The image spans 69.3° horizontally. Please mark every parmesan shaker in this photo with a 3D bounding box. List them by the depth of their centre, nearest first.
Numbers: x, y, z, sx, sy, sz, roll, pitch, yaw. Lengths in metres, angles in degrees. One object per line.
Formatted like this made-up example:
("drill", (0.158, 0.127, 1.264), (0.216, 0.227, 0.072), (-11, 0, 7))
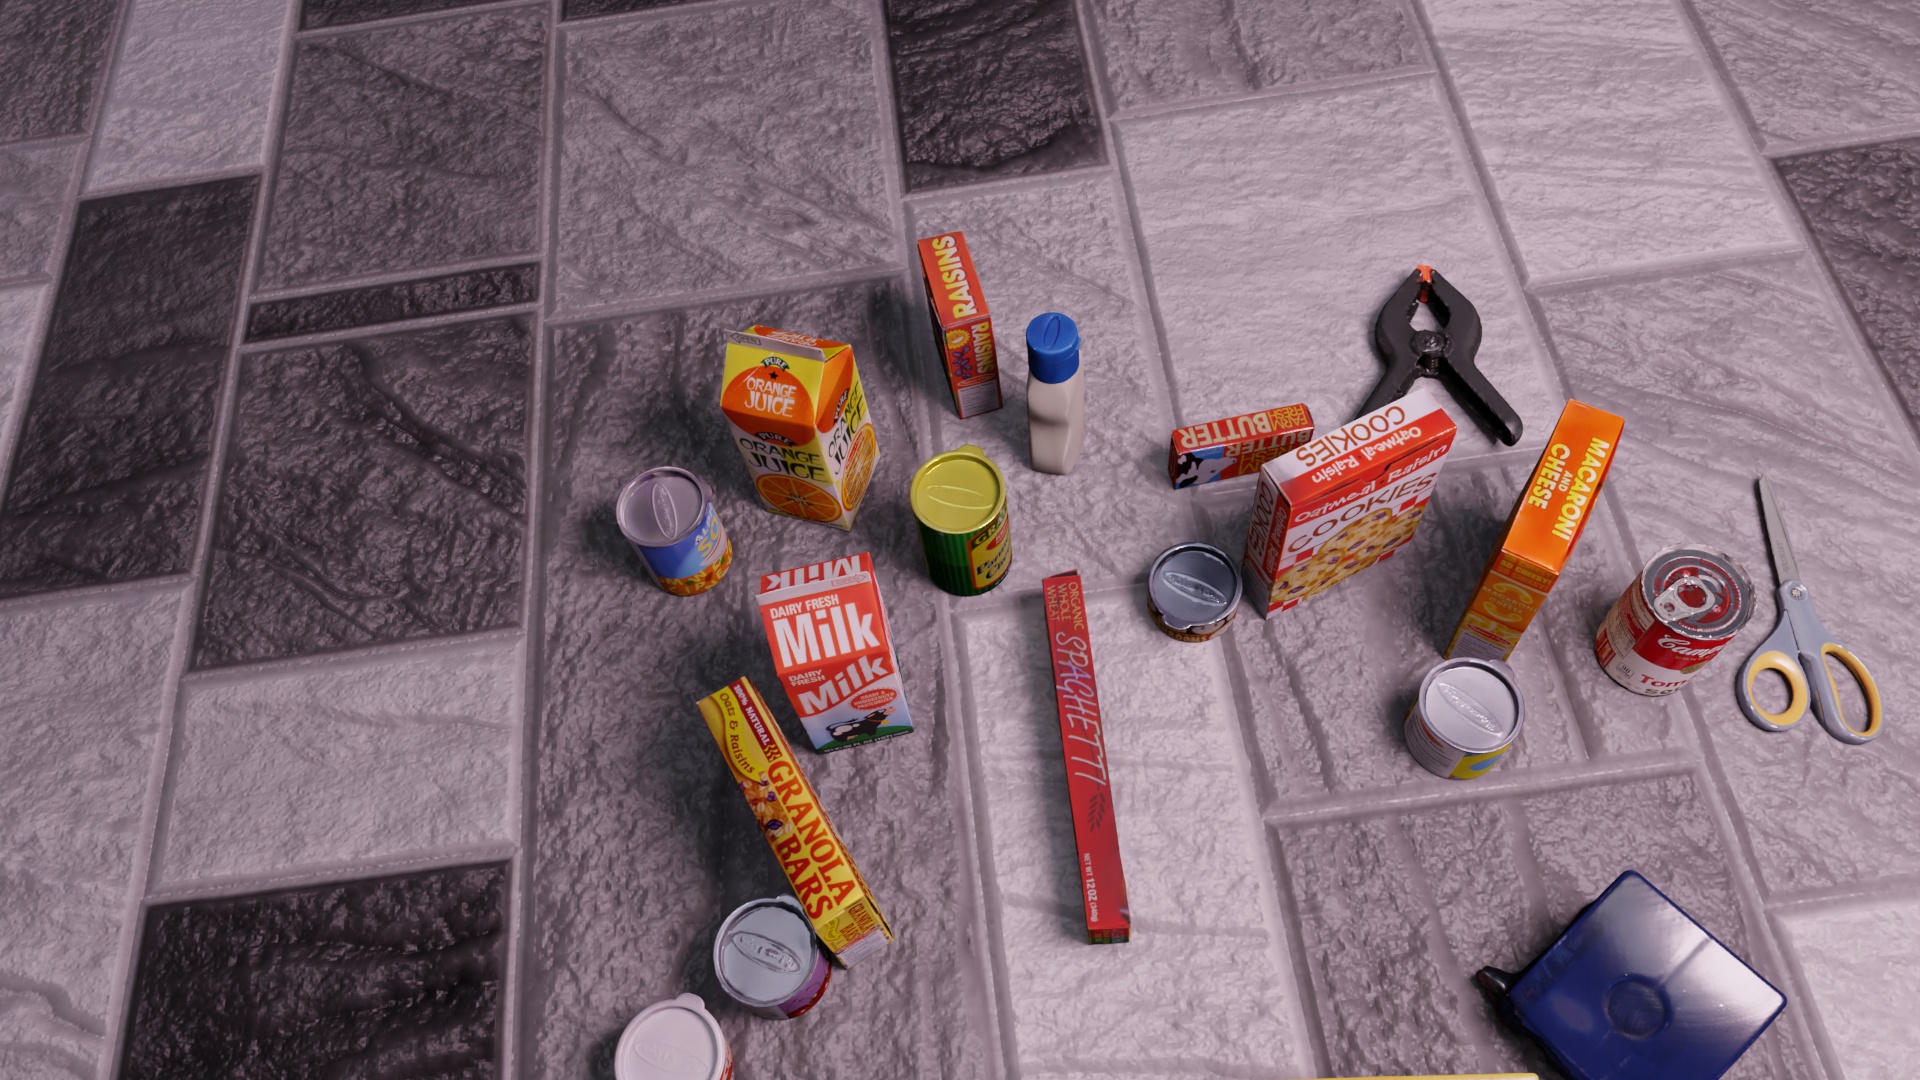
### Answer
("parmesan shaker", (0.004, -0.012, 0.994), (0.071, 0.102, 0.071), (-2, 62, 5))

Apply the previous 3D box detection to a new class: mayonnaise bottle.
("mayonnaise bottle", (0.069, -0.109, 1.014), (0.041, 0.147, 0.065), (10, 64, 11))

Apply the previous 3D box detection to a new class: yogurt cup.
("yogurt cup", (-0.174, 0.323, 0.859), (0.072, 0.053, 0.073), (-2, 62, 5))

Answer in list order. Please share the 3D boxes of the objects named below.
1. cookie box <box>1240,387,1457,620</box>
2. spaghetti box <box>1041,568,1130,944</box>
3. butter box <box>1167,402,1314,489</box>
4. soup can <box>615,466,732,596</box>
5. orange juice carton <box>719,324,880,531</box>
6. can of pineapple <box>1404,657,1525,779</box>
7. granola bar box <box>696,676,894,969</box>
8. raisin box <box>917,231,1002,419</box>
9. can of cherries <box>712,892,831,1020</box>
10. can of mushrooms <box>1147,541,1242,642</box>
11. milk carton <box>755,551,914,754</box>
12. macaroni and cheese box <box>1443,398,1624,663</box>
("cookie box", (0.257, -0.020, 0.937), (0.123, 0.166, 0.040), (-26, 63, -8))
("spaghetti box", (0.083, 0.141, 0.934), (0.029, 0.050, 0.251), (-7, 61, 2))
("butter box", (0.208, -0.070, 1.033), (0.103, 0.053, 0.024), (-12, 62, -1))
("soup can", (-0.206, -0.006, 1.023), (0.071, 0.083, 0.071), (-2, 62, 5))
("orange juice carton", (-0.115, -0.088, 0.996), (0.072, 0.191, 0.073), (14, 64, 13))
("can of pineapple", (0.333, 0.118, 0.917), (0.071, 0.057, 0.071), (-2, 62, 5))
("granola bar box", (-0.104, 0.181, 0.889), (0.039, 0.123, 0.166), (-29, 63, -10))
("raisin box", (0.000, -0.164, 1.065), (0.040, 0.123, 0.086), (-14, 62, -2))
("can of cherries", (-0.116, 0.265, 0.883), (0.071, 0.058, 0.072), (-2, 62, 5))
("can of mushrooms", (0.165, 0.039, 0.990), (0.071, 0.033, 0.071), (-2, 62, 4))
("milk carton", (-0.081, 0.069, 0.909), (0.072, 0.189, 0.074), (-13, 62, -1))
("macaroni and cheese box", (0.375, 0.003, 0.913), (0.040, 0.165, 0.124), (25, 67, 18))
